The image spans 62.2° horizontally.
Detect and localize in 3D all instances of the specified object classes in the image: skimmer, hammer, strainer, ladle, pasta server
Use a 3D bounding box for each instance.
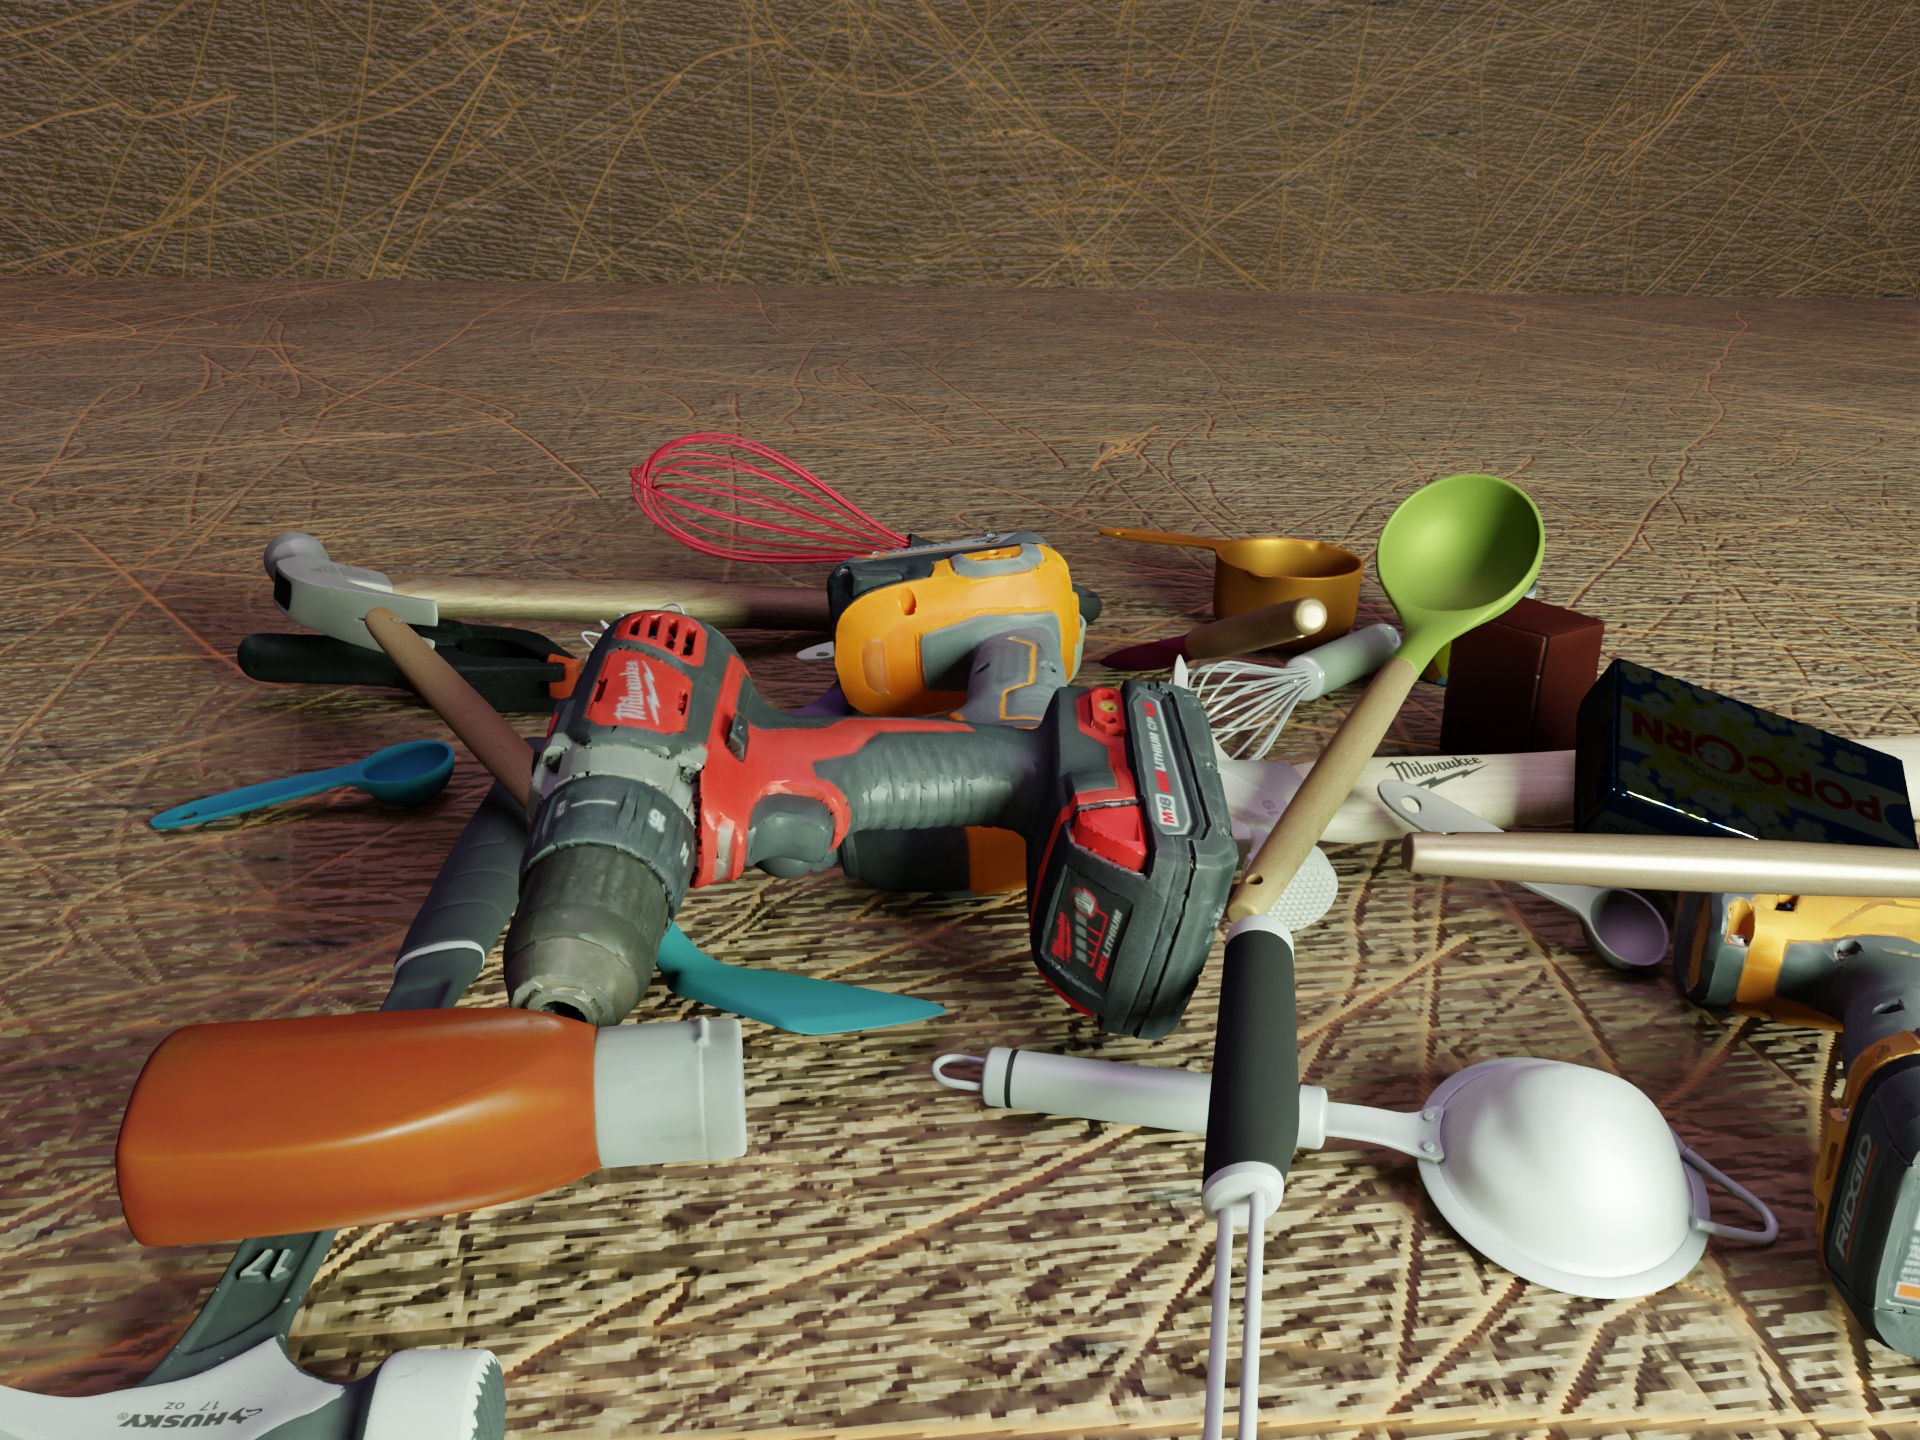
[{"bbox_3d":[0.046,0.129,0.356,0.127,0.090,0.363,-29,17,24],"label":"skimmer"},{"bbox_3d":[-0.187,0.095,0.536,0.149,0.036,0.409,0,22,-2],"label":"hammer"},{"bbox_3d":[0.115,0.123,0.488,0.258,0.050,0.087,4,36,14],"label":"strainer"},{"bbox_3d":[0.177,-0.019,0.672,0.078,0.062,0.320,7,33,31],"label":"ladle"},{"bbox_3d":[0.294,0.021,0.720,0.410,0.038,0.146,-2,38,-15],"label":"hammer"},{"bbox_3d":[-0.191,-0.063,0.861,0.331,0.031,0.130,0,20,-31],"label":"hammer"},{"bbox_3d":[0.302,0.042,0.518,0.316,0.040,0.060,2,1,-2],"label":"pasta server"}]

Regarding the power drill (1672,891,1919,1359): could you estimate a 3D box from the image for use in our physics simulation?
[{"bbox_3d":[0.337,0.109,0.490,0.185,0.084,0.226,7,18,12],"label":"power drill"}]

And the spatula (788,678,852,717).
[{"bbox_3d":[-0.054,-0.020,0.850,0.060,0.018,0.316,13,25,10],"label":"spatula"}]

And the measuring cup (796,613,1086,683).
[{"bbox_3d":[-0.010,-0.032,0.859,0.167,0.038,0.083,-11,25,-25],"label":"measuring cup"}]

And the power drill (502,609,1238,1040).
[{"bbox_3d":[-0.031,0.043,0.522,0.226,0.080,0.188,9,33,-5],"label":"power drill"}]

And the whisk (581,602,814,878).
[{"bbox_3d":[-0.116,0.008,0.702,0.070,0.070,0.285,-7,22,-22],"label":"whisk"}]

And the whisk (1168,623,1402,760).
[{"bbox_3d":[0.177,-0.019,0.841,0.246,0.059,0.058,-20,67,-50],"label":"whisk"}]

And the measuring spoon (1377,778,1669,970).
[{"bbox_3d":[0.217,0.060,0.624,0.124,0.018,0.034,31,52,11],"label":"measuring spoon"}]

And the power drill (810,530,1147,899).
[{"bbox_3d":[-0.001,-0.002,0.713,0.164,0.084,0.227,-10,31,-8],"label":"power drill"}]

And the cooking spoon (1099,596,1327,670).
[{"bbox_3d":[0.120,-0.038,0.762,0.068,0.017,0.319,-12,0,-5],"label":"cooking spoon"}]

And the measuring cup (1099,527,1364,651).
[{"bbox_3d":[0.162,-0.084,0.984,0.174,0.052,0.095,14,25,31],"label":"measuring cup"}]

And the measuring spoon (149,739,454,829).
[{"bbox_3d":[-0.287,0.037,0.702,0.128,0.021,0.042,-14,26,-13],"label":"measuring spoon"}]

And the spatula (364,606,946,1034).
[{"bbox_3d":[-0.141,0.032,0.606,0.318,0.044,0.082,39,18,30],"label":"spatula"}]

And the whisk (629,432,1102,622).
[{"bbox_3d":[-0.051,-0.106,0.947,0.295,0.073,0.073,15,19,-15],"label":"whisk"}]
